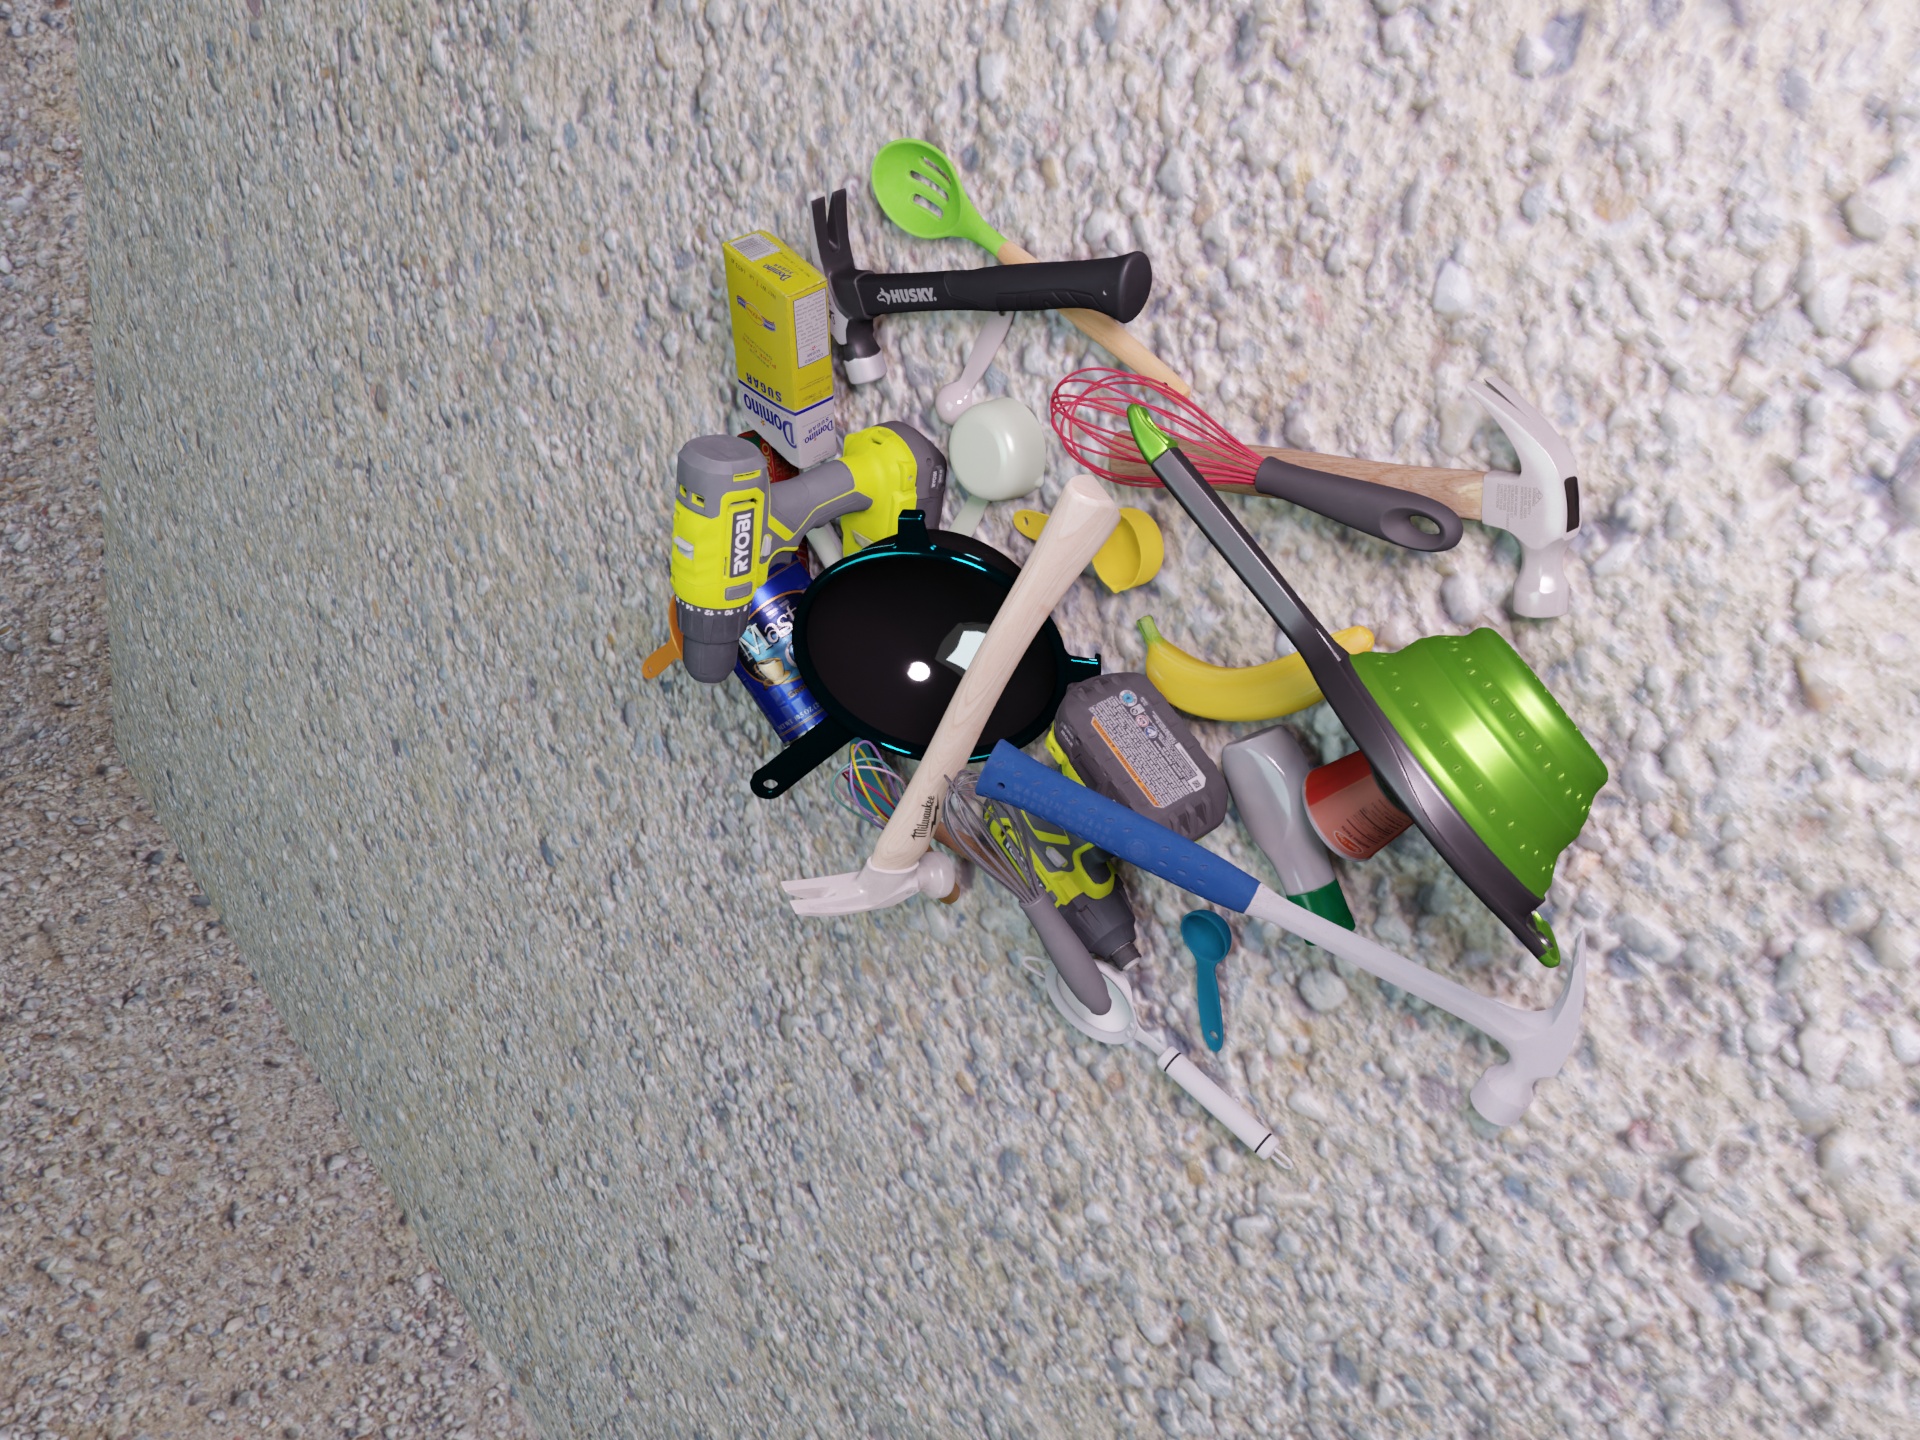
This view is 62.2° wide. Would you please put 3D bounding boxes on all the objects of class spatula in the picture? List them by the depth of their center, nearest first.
[{"bbox_3d":[0.003,0.096,1.354,0.318,0.044,0.082,28,125,32],"label":"spatula"}]

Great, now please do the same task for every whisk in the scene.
[{"bbox_3d":[0.172,-0.158,0.984,0.296,0.073,0.073,25,124,32],"label":"whisk"},{"bbox_3d":[0.052,0.131,1.180,0.055,0.055,0.238,-4,125,49],"label":"whisk"},{"bbox_3d":[-0.046,0.094,1.296,0.047,0.051,0.244,40,168,35],"label":"whisk"},{"bbox_3d":[-0.082,-0.099,1.352,0.059,0.057,0.246,-34,74,14],"label":"whisk"}]

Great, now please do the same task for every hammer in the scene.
[{"bbox_3d":[0.225,-0.154,0.992,0.331,0.031,0.130,17,118,44],"label":"hammer"},{"bbox_3d":[0.199,0.114,1.017,0.405,0.035,0.144,26,125,9],"label":"hammer"},{"bbox_3d":[0.005,-0.311,1.130,0.335,0.035,0.146,15,129,48],"label":"hammer"},{"bbox_3d":[-0.002,-0.004,1.140,0.038,0.146,0.410,57,135,33],"label":"hammer"}]

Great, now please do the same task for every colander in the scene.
[{"bbox_3d":[0.247,-0.049,0.911,0.094,0.204,0.397,-39,84,17],"label":"colander"}]

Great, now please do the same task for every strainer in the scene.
[{"bbox_3d":[0.157,0.257,1.237,0.259,0.050,0.086,40,143,22],"label":"strainer"},{"bbox_3d":[-0.056,-0.043,1.257,0.210,0.095,0.340,37,132,-19],"label":"strainer"}]

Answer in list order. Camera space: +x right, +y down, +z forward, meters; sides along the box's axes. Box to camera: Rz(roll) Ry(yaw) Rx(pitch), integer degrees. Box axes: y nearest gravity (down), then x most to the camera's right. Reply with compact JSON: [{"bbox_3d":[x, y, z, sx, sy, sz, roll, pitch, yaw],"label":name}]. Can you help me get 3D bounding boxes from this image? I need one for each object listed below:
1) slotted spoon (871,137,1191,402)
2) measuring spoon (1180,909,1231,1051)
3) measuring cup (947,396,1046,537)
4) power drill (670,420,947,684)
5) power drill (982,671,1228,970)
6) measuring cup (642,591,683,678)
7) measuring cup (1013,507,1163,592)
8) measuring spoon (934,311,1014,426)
[{"bbox_3d":[0.048,-0.317,1.124,0.314,0.031,0.070,45,137,24],"label":"slotted spoon"},{"bbox_3d":[0.191,0.194,1.194,0.042,0.021,0.128,19,128,42],"label":"measuring spoon"},{"bbox_3d":[0.006,-0.173,1.220,0.083,0.038,0.167,51,135,20],"label":"measuring cup"},{"bbox_3d":[-0.125,-0.136,1.234,0.080,0.228,0.190,33,128,35],"label":"power drill"},{"bbox_3d":[0.105,0.080,1.172,0.171,0.080,0.223,55,151,18],"label":"power drill"},{"bbox_3d":[-0.255,-0.078,1.543,0.173,0.052,0.095,-28,85,52],"label":"measuring cup"},{"bbox_3d":[0.092,-0.136,1.160,0.157,0.029,0.062,27,126,53],"label":"measuring cup"},{"bbox_3d":[0.009,-0.270,1.192,0.034,0.018,0.124,52,136,20],"label":"measuring spoon"}]
